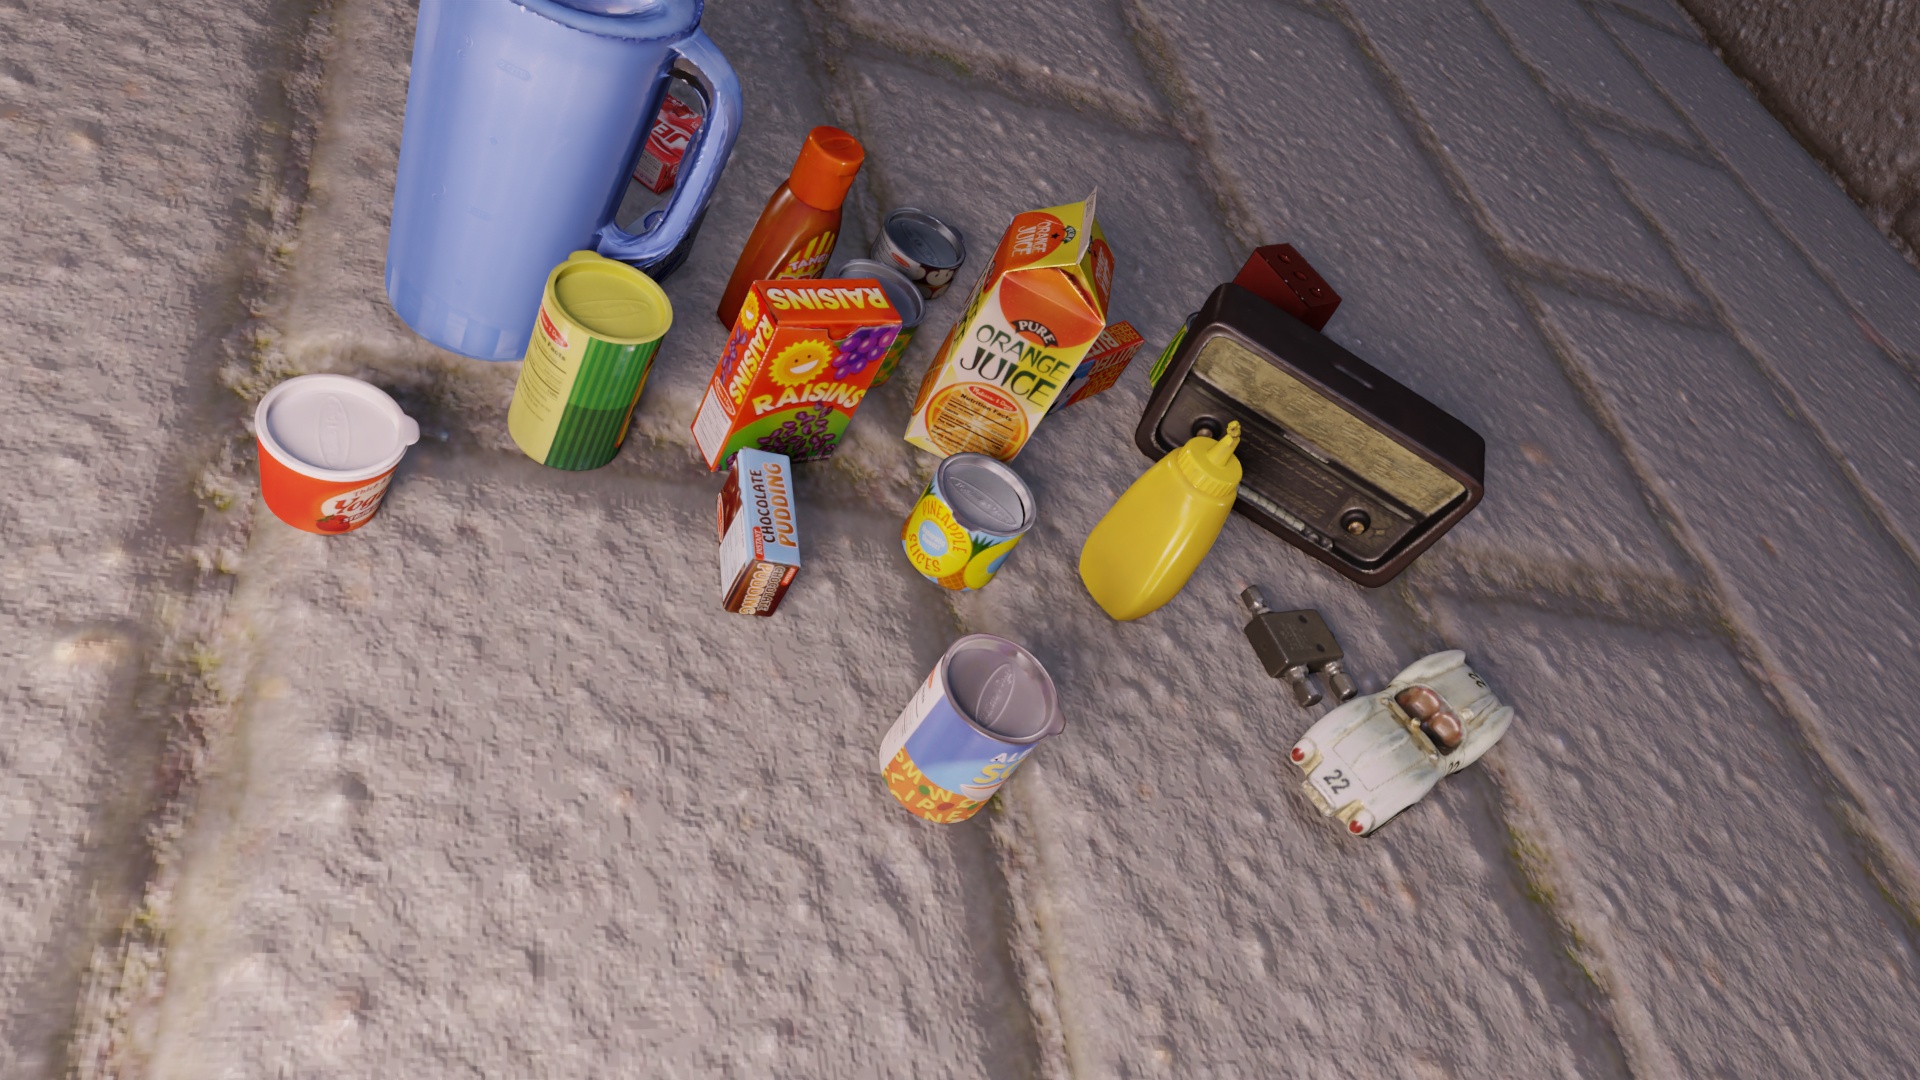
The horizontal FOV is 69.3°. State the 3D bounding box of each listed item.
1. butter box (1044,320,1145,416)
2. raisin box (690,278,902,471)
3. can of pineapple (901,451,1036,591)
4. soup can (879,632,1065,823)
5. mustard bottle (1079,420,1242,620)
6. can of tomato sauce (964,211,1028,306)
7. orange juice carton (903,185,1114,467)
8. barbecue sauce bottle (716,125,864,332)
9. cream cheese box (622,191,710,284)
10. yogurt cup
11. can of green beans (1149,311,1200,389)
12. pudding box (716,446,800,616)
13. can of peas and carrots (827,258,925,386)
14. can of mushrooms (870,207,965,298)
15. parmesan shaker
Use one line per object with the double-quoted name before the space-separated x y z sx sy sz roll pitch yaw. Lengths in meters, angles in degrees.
"butter box" 0.088 -0.125 1.015 0.024 0.052 0.104 47 43 15
"raisin box" -0.098 -0.097 0.817 0.086 0.122 0.040 -8 56 -37
"can of pineapple" 0.003 -0.011 0.848 0.071 0.057 0.071 18 44 -18
"soup can" 0.005 0.101 0.724 0.071 0.083 0.072 18 44 -18
"mustard bottle" 0.133 -0.017 0.859 0.049 0.159 0.065 -12 59 -40
"can of tomato sauce" 0.048 -0.192 1.031 0.071 0.082 0.071 18 44 -18
"orange juice carton" 0.039 -0.134 0.887 0.073 0.191 0.072 25 42 -10
"barbecue sauce bottle" -0.105 -0.194 0.886 0.044 0.147 0.065 47 43 15
"cream cheese box" -0.200 -0.184 0.888 0.024 0.053 0.104 32 41 -2
"yogurt cup" -0.310 -0.040 0.681 0.072 0.053 0.073 18 44 -18
"can of green beans" 0.190 -0.136 1.086 0.071 0.057 0.071 18 44 -18
"pudding box" -0.114 -0.005 0.775 0.030 0.049 0.084 10 47 -25
"can of peas and carrots" -0.067 -0.145 0.932 0.071 0.058 0.071 18 44 -18
"can of mushrooms" -0.031 -0.215 1.040 0.071 0.033 0.071 18 44 -18
"parmesan shaker" -0.206 -0.097 0.764 0.071 0.102 0.072 18 44 -18
